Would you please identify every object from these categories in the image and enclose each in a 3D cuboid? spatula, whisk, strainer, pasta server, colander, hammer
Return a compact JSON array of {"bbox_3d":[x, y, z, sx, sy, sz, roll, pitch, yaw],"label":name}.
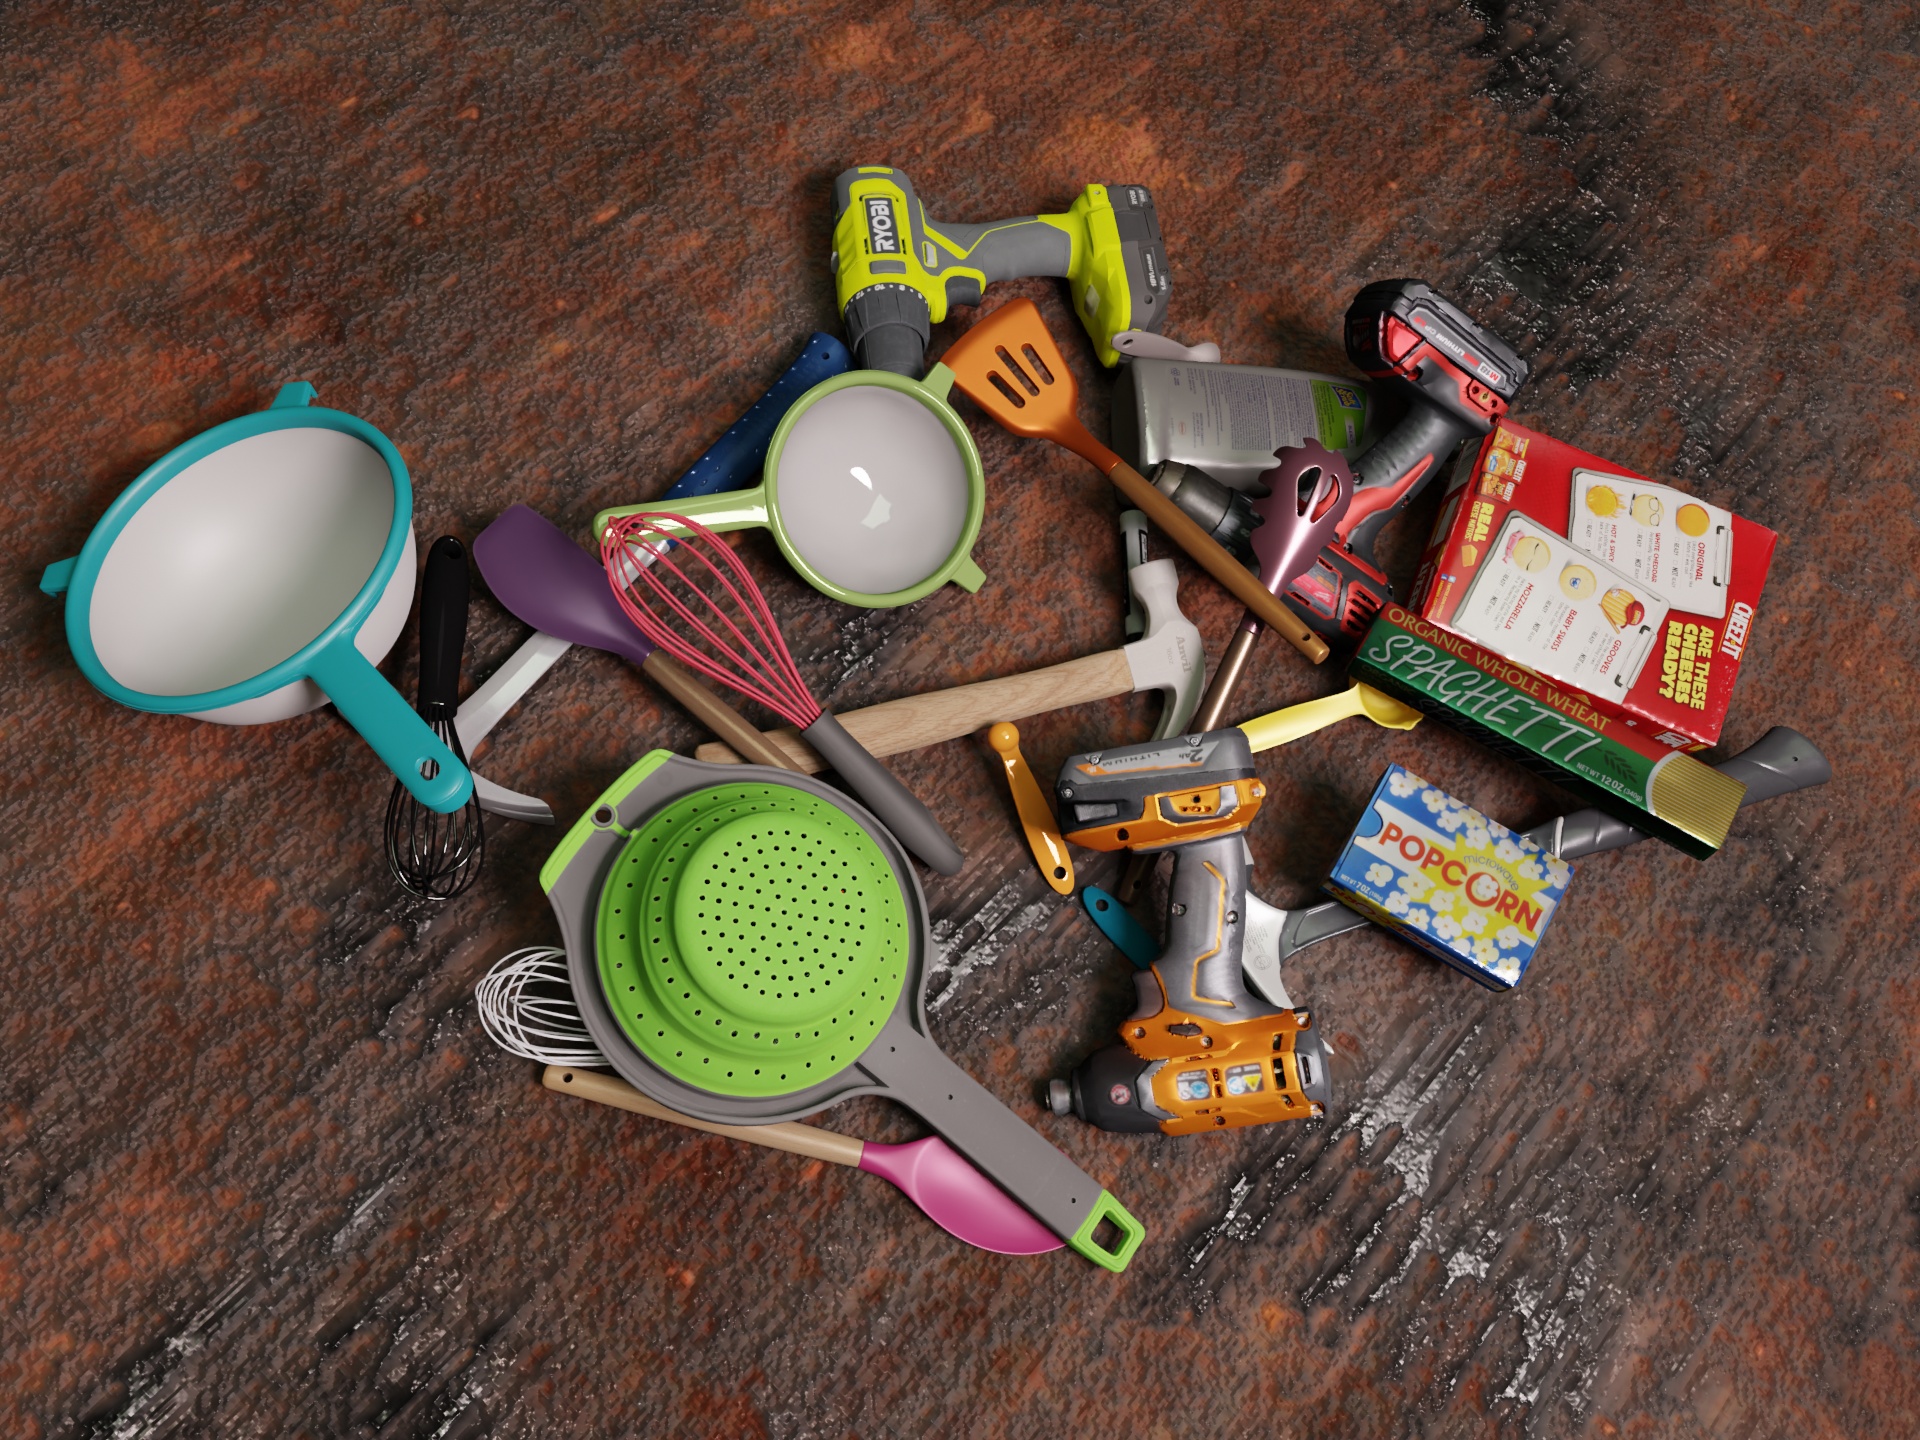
[{"bbox_3d":[-0.171,-0.020,0.964,0.316,0.018,0.060,39,71,6],"label":"spatula"},{"bbox_3d":[-0.133,0.182,0.905,0.284,0.070,0.070,13,66,-9],"label":"whisk"},{"bbox_3d":[-0.112,-0.138,1.021,0.256,0.069,0.151,-12,97,-21],"label":"strainer"},{"bbox_3d":[-0.101,-0.014,0.943,0.295,0.073,0.073,46,67,-10],"label":"whisk"},{"bbox_3d":[0.168,-0.031,0.998,0.060,0.040,0.316,24,92,-5],"label":"pasta server"},{"bbox_3d":[-0.359,-0.040,0.906,0.211,0.095,0.341,-43,61,-13],"label":"strainer"},{"bbox_3d":[-0.043,0.164,0.862,0.397,0.094,0.204,40,65,-3],"label":"colander"},{"bbox_3d":[0.113,-0.148,1.003,0.081,0.041,0.323,-39,65,-8],"label":"spatula"},{"bbox_3d":[-0.002,-0.003,1.006,0.331,0.031,0.130,-14,86,-11],"label":"hammer"},{"bbox_3d":[0.361,0.087,1.006,0.409,0.036,0.149,-17,74,-6],"label":"hammer"},{"bbox_3d":[-0.300,-0.006,0.923,0.055,0.055,0.239,-1,63,-10],"label":"whisk"},{"bbox_3d":[-0.200,-0.107,1.025,0.144,0.035,0.405,37,67,7],"label":"hammer"}]

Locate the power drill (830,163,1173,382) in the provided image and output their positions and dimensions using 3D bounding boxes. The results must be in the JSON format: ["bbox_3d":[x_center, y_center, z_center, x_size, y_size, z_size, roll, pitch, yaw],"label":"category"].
[{"bbox_3d":[0.025,-0.301,1.115,0.228,0.080,0.191,-3,62,-10],"label":"power drill"}]

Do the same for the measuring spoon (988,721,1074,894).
[{"bbox_3d":[0.046,0.055,0.988,0.021,0.011,0.117,-23,96,-7],"label":"measuring spoon"}]

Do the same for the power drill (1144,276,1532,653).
[{"bbox_3d":[0.244,-0.179,1.051,0.187,0.080,0.226,31,94,-13],"label":"power drill"}]

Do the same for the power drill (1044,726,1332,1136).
[{"bbox_3d":[0.117,0.129,0.934,0.164,0.084,0.226,-11,83,7],"label":"power drill"}]

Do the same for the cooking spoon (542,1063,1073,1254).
[{"bbox_3d":[-0.082,0.241,0.909,0.319,0.017,0.069,15,69,-3],"label":"cooking spoon"}]

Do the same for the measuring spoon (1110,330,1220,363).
[{"bbox_3d":[0.145,-0.254,1.113,0.124,0.034,0.018,-2,59,-50],"label":"measuring spoon"}]

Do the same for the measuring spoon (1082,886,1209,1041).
[{"bbox_3d":[0.123,0.148,0.978,0.042,0.021,0.129,-40,81,-22],"label":"measuring spoon"}]

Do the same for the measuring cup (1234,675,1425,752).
[{"bbox_3d":[0.242,-0.009,1.063,0.156,0.029,0.062,-19,102,-3],"label":"measuring cup"}]
